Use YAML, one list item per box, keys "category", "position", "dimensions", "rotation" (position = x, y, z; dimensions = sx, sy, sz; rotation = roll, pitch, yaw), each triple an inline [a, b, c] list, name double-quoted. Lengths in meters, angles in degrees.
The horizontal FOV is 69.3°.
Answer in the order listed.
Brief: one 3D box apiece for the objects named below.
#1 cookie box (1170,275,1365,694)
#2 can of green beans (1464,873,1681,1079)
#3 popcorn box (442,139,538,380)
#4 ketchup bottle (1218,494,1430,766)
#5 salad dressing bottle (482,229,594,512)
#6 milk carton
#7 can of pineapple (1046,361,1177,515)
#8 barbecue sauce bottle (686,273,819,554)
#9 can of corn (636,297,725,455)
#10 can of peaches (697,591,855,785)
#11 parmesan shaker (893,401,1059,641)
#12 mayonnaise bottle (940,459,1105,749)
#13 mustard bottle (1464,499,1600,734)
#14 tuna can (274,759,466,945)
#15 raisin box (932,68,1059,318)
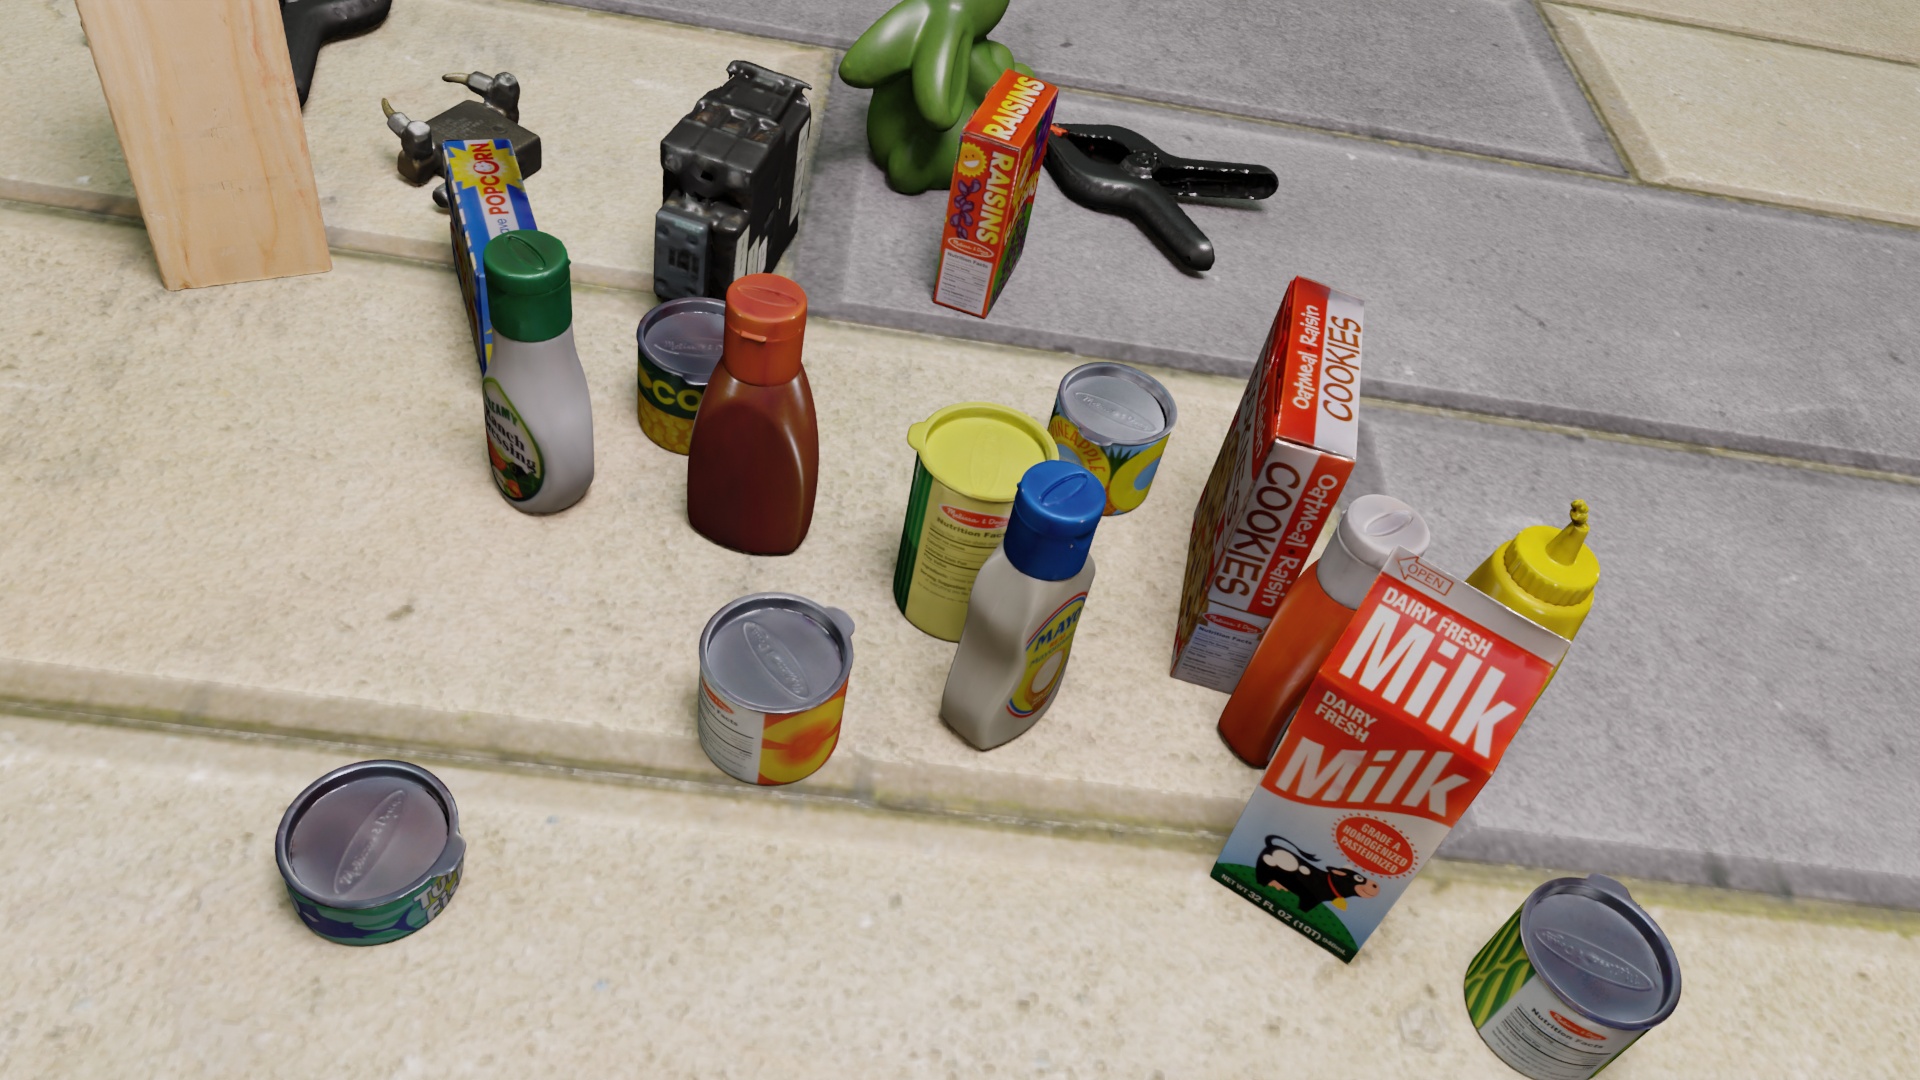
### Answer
- category: "cookie box"
  position: [0.148, -0.025, 0.679]
  dimensions: [0.040, 0.166, 0.123]
  rotation: [16, 46, 2]
- category: "can of green beans"
  position: [0.254, 0.184, 0.581]
  dimensions: [0.071, 0.057, 0.071]
  rotation: [6, 46, -7]
- category: "popcorn box"
  position: [-0.254, -0.151, 0.764]
  dimensions: [0.038, 0.084, 0.127]
  rotation: [-10, 50, -21]
- category: "ketchup bottle"
  position: [0.166, 0.042, 0.632]
  dimensions: [0.065, 0.148, 0.043]
  rotation: [-22, 55, -29]
- category: "salad dressing bottle"
  position: [-0.203, -0.078, 0.664]
  dimensions: [0.044, 0.146, 0.064]
  rotation: [-30, 60, -34]
- category: "milk carton"
  position: [0.173, 0.083, 0.566]
  dimensions: [0.072, 0.189, 0.074]
  rotation: [31, 48, 16]
- category: "can of pineapple"
  position: [0.079, -0.055, 0.768]
  dimensions: [0.071, 0.057, 0.071]
  rotation: [6, 46, -7]
- category: "barbecue sauce bottle"
  position: [-0.098, -0.058, 0.668]
  dimensions: [0.065, 0.147, 0.044]
  rotation: [15, 46, 2]
- category: "can of corn"
  position: [-0.140, -0.086, 0.747]
  dimensions: [0.071, 0.058, 0.071]
  rotation: [6, 46, -7]
- category: "can of peaches"
  position: [-0.081, 0.065, 0.618]
  dimensions: [0.071, 0.057, 0.071]
  rotation: [6, 46, -7]
- category: "parmesan shaker"
  position: [0.002, -0.008, 0.675]
  dimensions: [0.071, 0.102, 0.072]
  rotation: [6, 46, -7]
- category: "mayonnaise bottle"
  position: [0.030, 0.029, 0.614]
  dimensions: [0.041, 0.147, 0.065]
  rotation: [39, 51, 23]
- category: "mustard bottle"
  position: [0.256, 0.041, 0.646]
  dimensions: [0.049, 0.159, 0.066]
  rotation: [15, 46, 1]
- category: "tuna can"
  position: [-0.229, 0.123, 0.547]
  dimensions: [0.071, 0.032, 0.071]
  rotation: [6, 46, -7]
- category: "raisin box"
  position: [0.021, -0.213, 0.859]
  dimensions: [0.040, 0.122, 0.086]
  rotation: [20, 46, 7]
